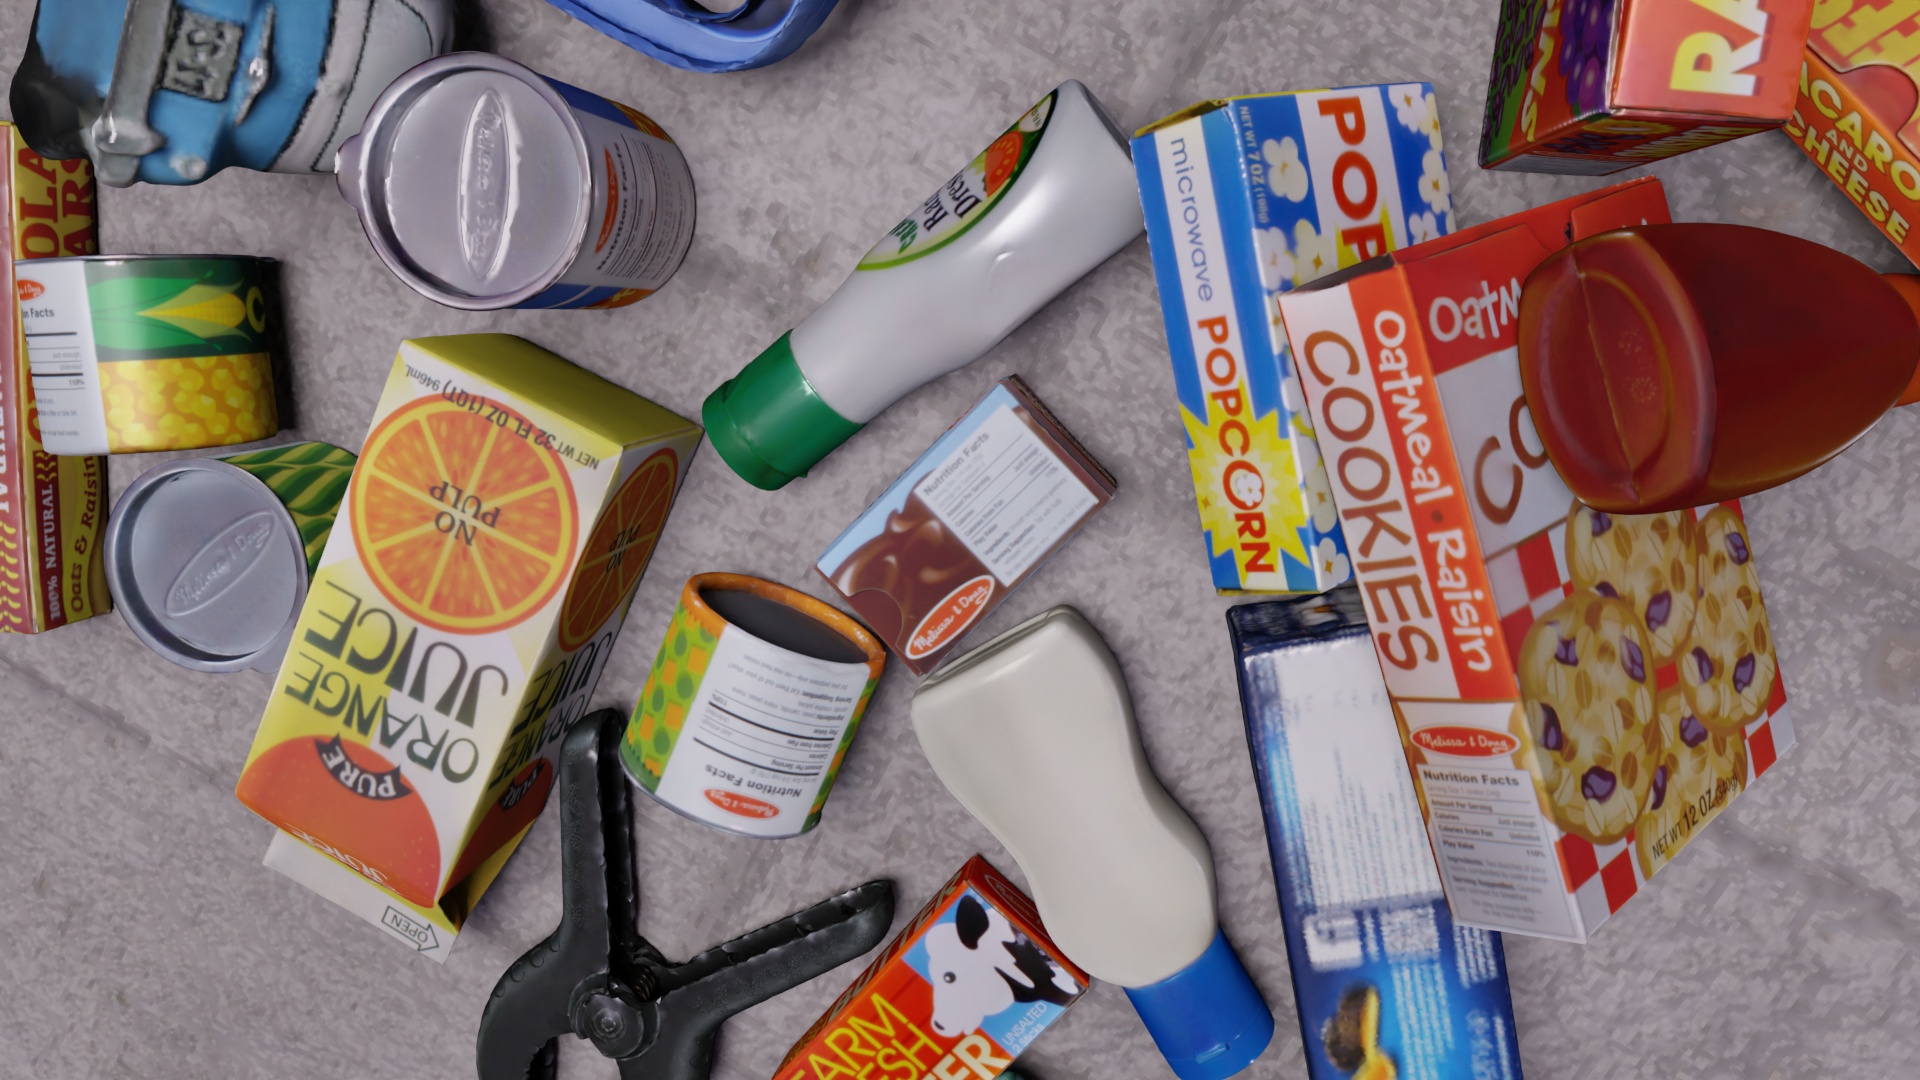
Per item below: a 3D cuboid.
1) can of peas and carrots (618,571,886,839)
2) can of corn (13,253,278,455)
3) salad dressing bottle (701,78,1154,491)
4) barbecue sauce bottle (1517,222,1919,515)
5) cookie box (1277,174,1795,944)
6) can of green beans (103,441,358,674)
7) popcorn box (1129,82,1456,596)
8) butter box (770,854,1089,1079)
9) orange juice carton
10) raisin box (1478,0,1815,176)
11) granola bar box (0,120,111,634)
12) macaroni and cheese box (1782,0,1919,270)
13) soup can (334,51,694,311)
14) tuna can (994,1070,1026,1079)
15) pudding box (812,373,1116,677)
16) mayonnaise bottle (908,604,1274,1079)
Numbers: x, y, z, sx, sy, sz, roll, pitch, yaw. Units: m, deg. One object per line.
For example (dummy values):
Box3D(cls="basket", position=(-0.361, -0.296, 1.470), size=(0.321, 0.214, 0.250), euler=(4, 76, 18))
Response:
Box3D(cls="can of peas and carrots", position=(-0.064, 0.048, 0.427), size=(0.071, 0.071, 0.058), euler=(24, 101, 3))
Box3D(cls="can of corn", position=(-0.250, -0.059, 0.436), size=(0.071, 0.071, 0.058), euler=(-1, 100, 8))
Box3D(cls="salad dressing bottle", position=(-0.012, -0.069, 0.404), size=(0.147, 0.064, 0.044), euler=(-36, 115, 19))
Box3D(cls="barbecue sauce bottle", position=(0.200, -0.046, 0.342), size=(0.149, 0.043, 0.065), euler=(-9, 84, -34))
Box3D(cls="cookie box", position=(0.157, -0.002, 0.362), size=(0.040, 0.123, 0.167), euler=(-9, 101, 54))
Box3D(cls="can of green beans", position=(-0.223, 0.003, 0.444), size=(0.071, 0.058, 0.071), euler=(1, 99, 8))
Box3D(cls="popcorn box", position=(0.098, -0.056, 0.377), size=(0.038, 0.085, 0.126), euler=(-2, 102, 53))
Box3D(cls="butter box", position=(-0.010, 0.158, 0.456), size=(0.053, 0.024, 0.103), euler=(42, 102, -1))
Box3D(cls="orange juice carton", position=(-0.158, 0.037, 0.433), size=(0.072, 0.073, 0.192), euler=(26, 102, 3))
Box3D(cls="raisin box", position=(0.163, -0.137, 0.335), size=(0.040, 0.123, 0.086), euler=(7, 101, 6))
Box3D(cls="granola bar box", position=(-0.355, -0.056, 0.462), size=(0.124, 0.039, 0.165), euler=(5, 100, 7))
Box3D(cls="macaroni and cheese box", position=(0.291, -0.142, 0.333), size=(0.166, 0.040, 0.124), euler=(-33, 64, 11))
Box3D(cls="soup can", position=(-0.124, -0.100, 0.401), size=(0.071, 0.084, 0.071), euler=(1, 99, 8))
Box3D(cls="tuna can", position=(0.008, 0.205, 0.437), size=(0.033, 0.071, 0.071), euler=(42, 102, 1))
Box3D(cls="pudding box", position=(0.002, -0.005, 0.426), size=(0.083, 0.030, 0.049), euler=(-44, 92, 12))
Box3D(cls="mayonnaise bottle", position=(0.046, 0.097, 0.431), size=(0.064, 0.041, 0.148), euler=(-30, 95, 13))
